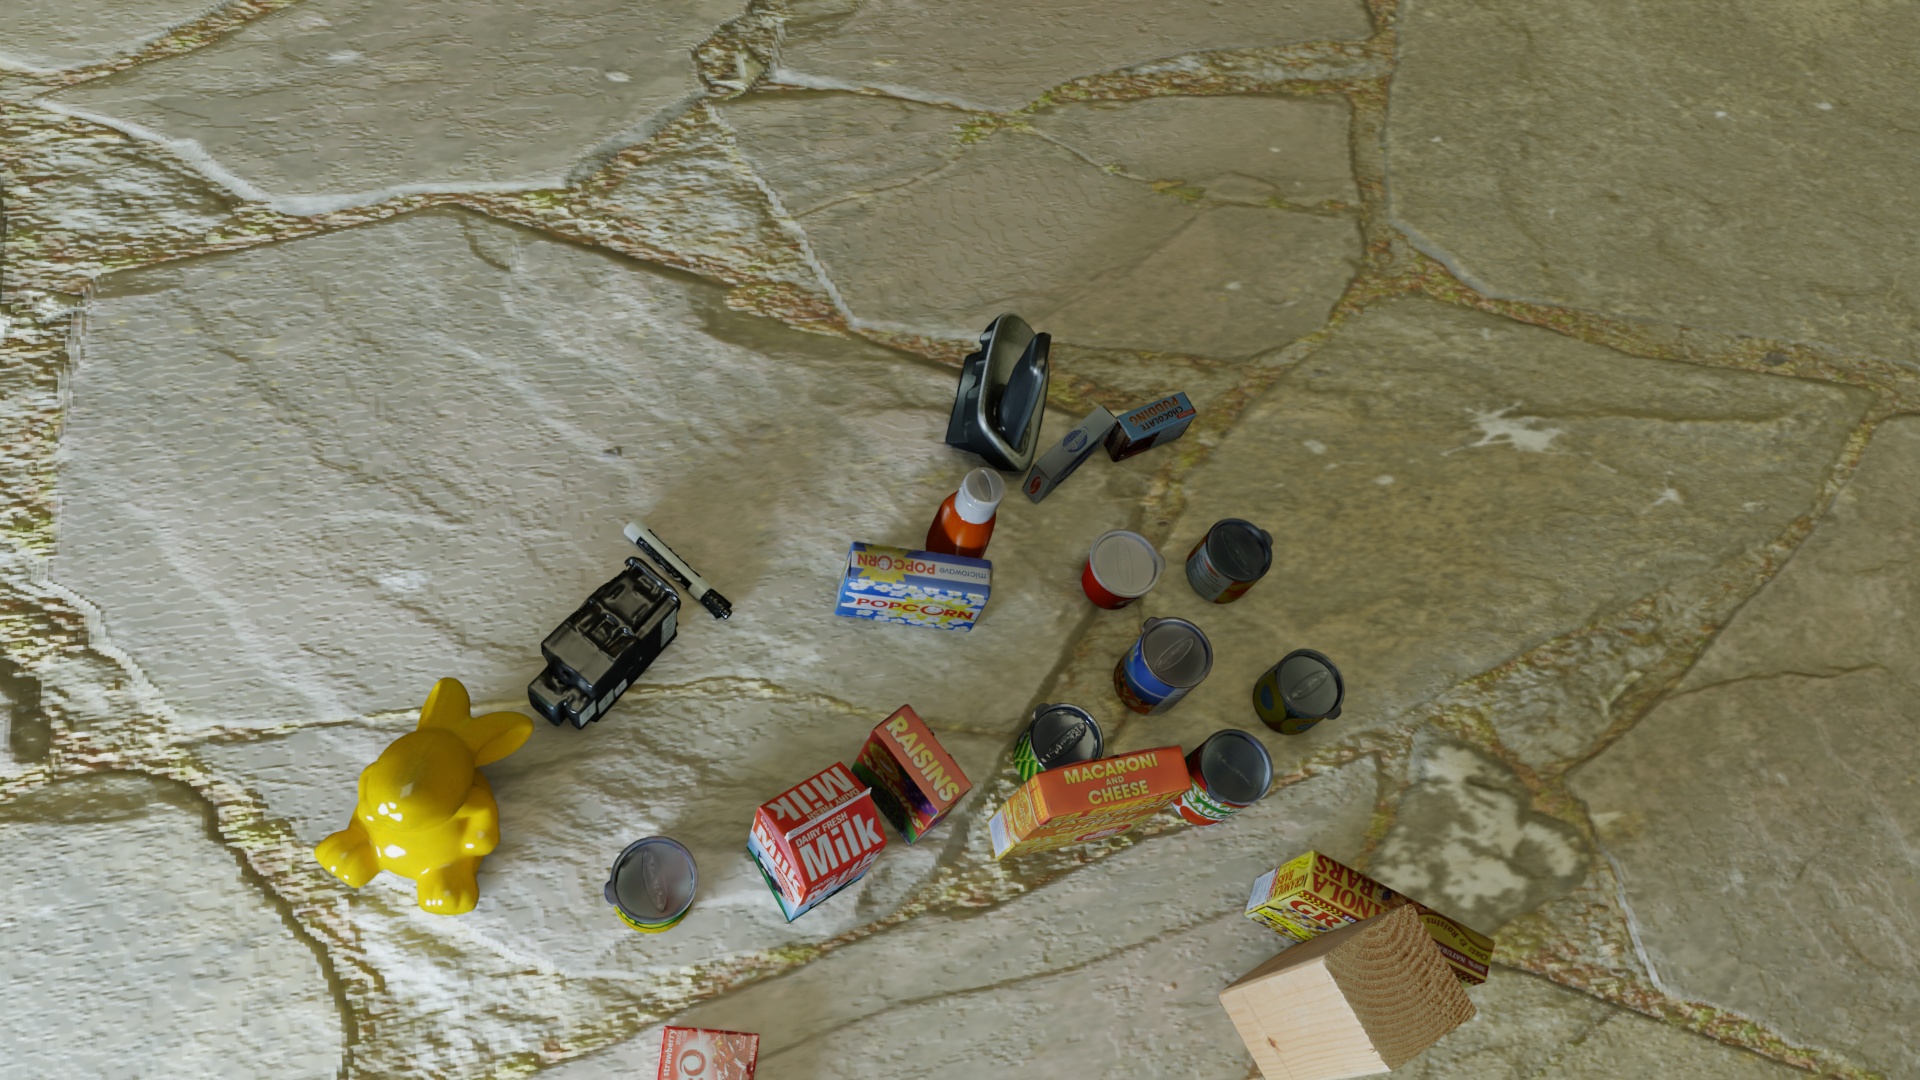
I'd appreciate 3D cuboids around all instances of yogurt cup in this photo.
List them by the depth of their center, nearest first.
[{"bbox_3d":[0.146,0.030,1.294,0.072,0.053,0.072,5,64,-11],"label":"yogurt cup"}]

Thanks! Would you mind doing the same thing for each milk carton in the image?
[{"bbox_3d":[-0.111,0.229,1.062,0.072,0.189,0.073,-27,74,-23],"label":"milk carton"}]

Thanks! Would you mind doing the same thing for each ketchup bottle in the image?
[{"bbox_3d":[0.004,-0.015,1.228,0.043,0.148,0.065,-8,68,-16],"label":"ketchup bottle"}]

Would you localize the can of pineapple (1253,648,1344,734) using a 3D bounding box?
[{"bbox_3d":[0.311,0.142,1.278,0.071,0.057,0.071,5,64,-11],"label":"can of pineapple"}]

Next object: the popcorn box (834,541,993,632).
[{"bbox_3d":[-0.042,0.042,1.226,0.127,0.085,0.038,8,64,-10],"label":"popcorn box"}]

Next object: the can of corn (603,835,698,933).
[{"bbox_3d":[-0.242,0.271,1.086,0.071,0.058,0.071,5,64,-11],"label":"can of corn"}]

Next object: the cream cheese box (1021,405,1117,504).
[{"bbox_3d":[0.104,-0.083,1.337,0.024,0.053,0.104,44,64,9],"label":"cream cheese box"}]

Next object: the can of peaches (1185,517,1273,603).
[{"bbox_3d":[0.257,0.019,1.322,0.071,0.057,0.071,5,64,-11],"label":"can of peaches"}]

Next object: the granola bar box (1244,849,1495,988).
[{"bbox_3d":[0.338,0.324,1.161,0.165,0.123,0.039,27,63,0],"label":"granola bar box"}]

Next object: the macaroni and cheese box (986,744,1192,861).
[{"bbox_3d":[0.101,0.215,1.132,0.124,0.165,0.040,-8,68,-17],"label":"macaroni and cheese box"}]

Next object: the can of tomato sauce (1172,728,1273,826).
[{"bbox_3d":[0.225,0.210,1.211,0.071,0.082,0.071,5,65,-11],"label":"can of tomato sauce"}]

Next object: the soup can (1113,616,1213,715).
[{"bbox_3d":[0.179,0.112,1.246,0.071,0.083,0.071,5,65,-11],"label":"soup can"}]

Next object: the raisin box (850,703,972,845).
[{"bbox_3d":[-0.041,0.193,1.133,0.040,0.123,0.086,-34,77,-24],"label":"raisin box"}]

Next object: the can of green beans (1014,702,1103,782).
[{"bbox_3d":[0.084,0.181,1.206,0.071,0.057,0.071,5,64,-11],"label":"can of green beans"}]

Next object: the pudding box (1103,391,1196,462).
[{"bbox_3d":[0.187,-0.112,1.373,0.084,0.049,0.030,-22,72,-22],"label":"pudding box"}]
